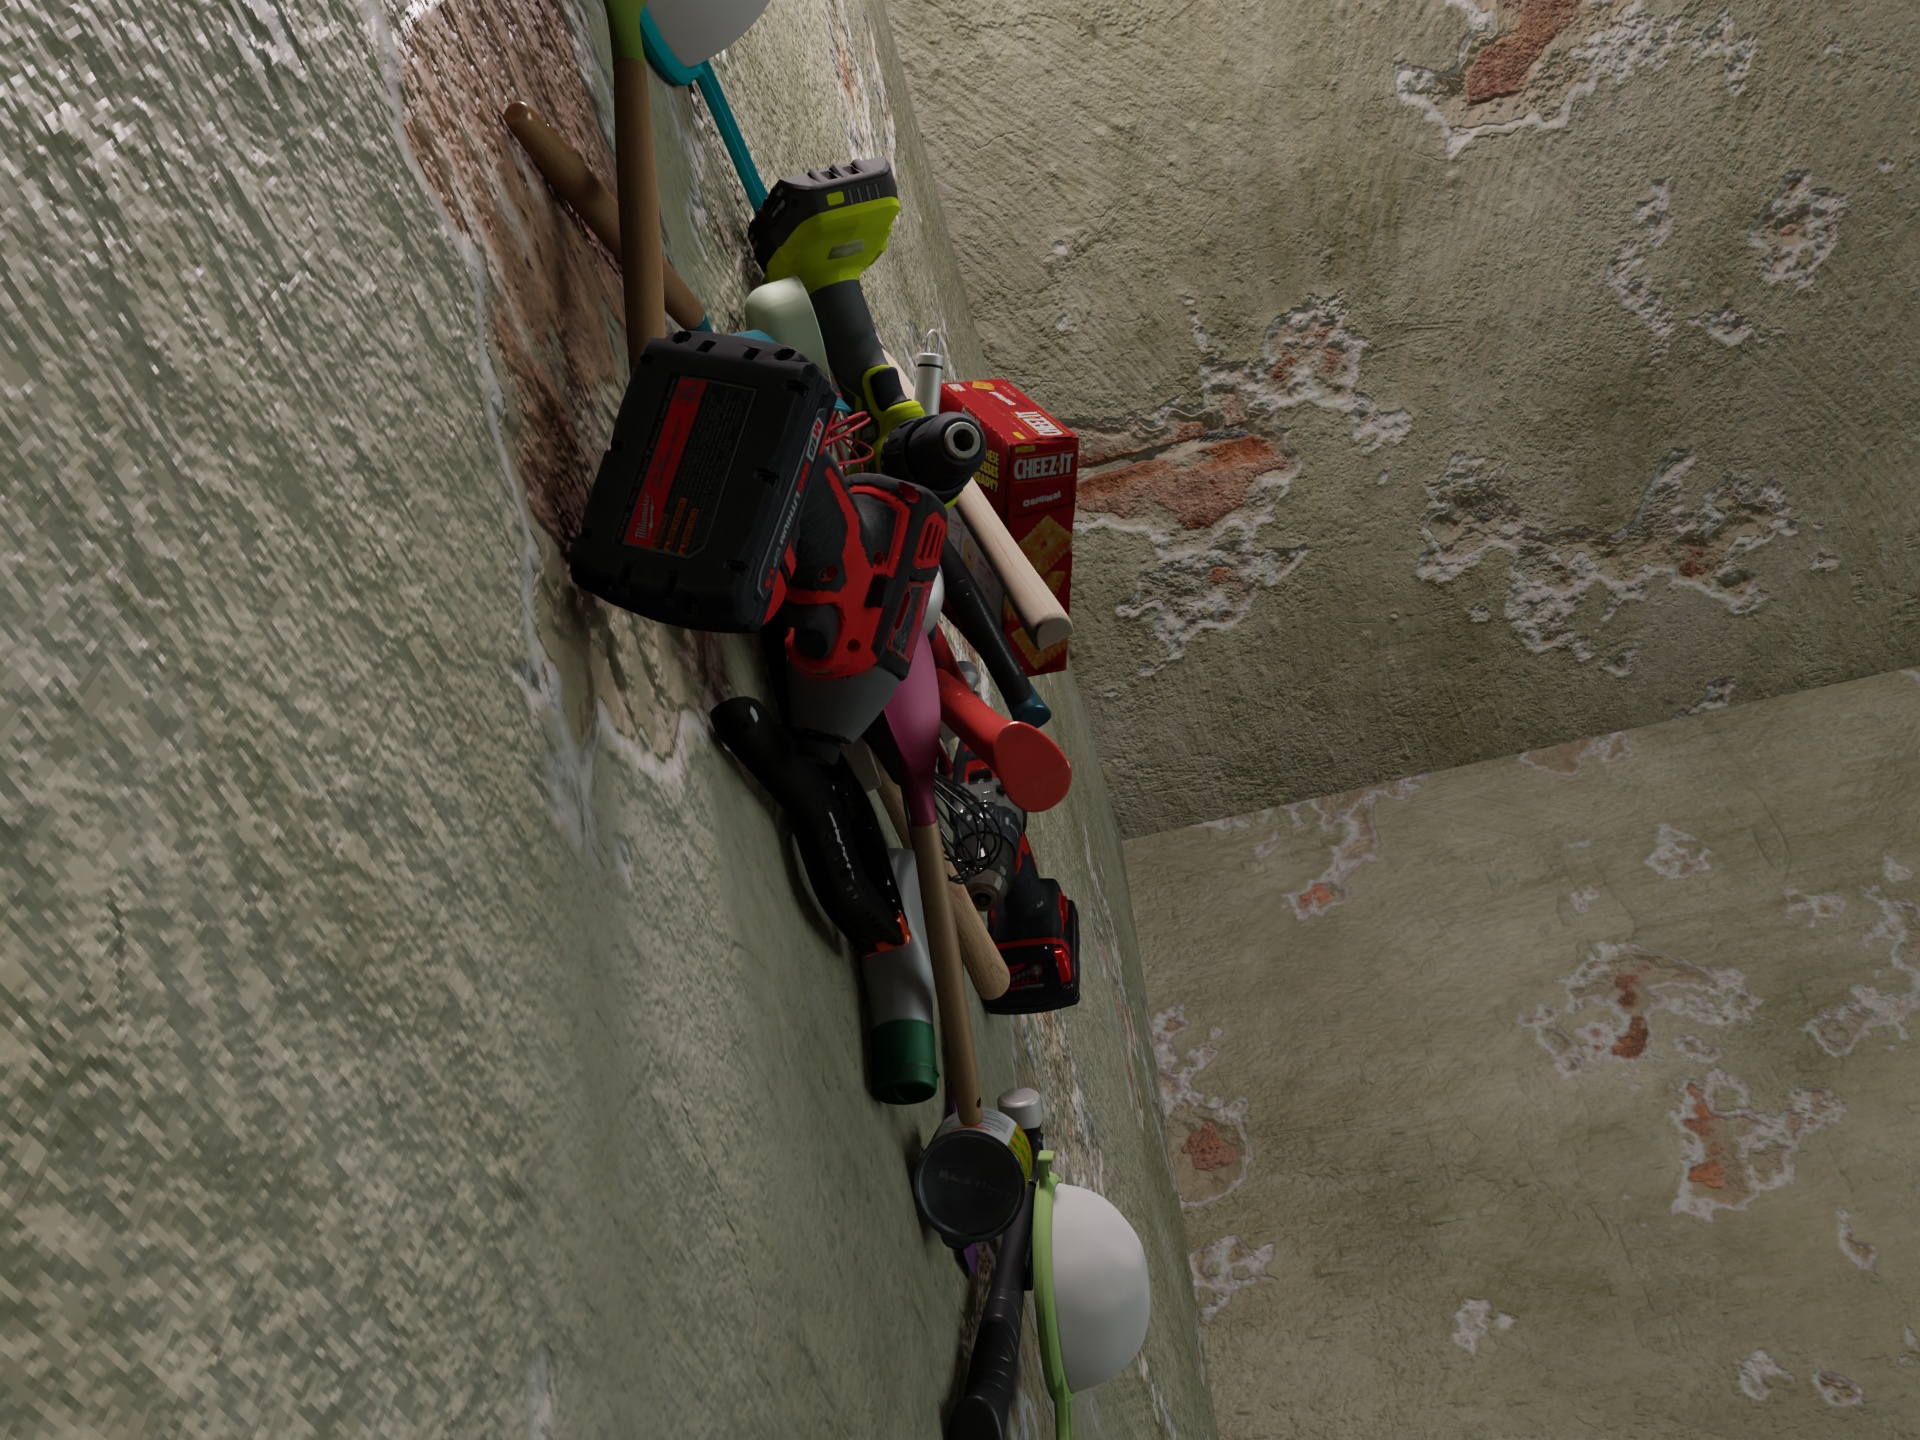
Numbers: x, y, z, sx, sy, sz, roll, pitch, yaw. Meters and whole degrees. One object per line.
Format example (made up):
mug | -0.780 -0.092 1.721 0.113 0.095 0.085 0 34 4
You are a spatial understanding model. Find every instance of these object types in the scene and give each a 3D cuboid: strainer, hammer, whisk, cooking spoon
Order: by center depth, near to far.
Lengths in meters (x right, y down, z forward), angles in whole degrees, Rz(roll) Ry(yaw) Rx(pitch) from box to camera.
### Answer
whisk | -0.105 -0.143 0.886 0.296 0.073 0.073 -59 135 -72
cooking spoon | -0.017 0.081 0.888 0.069 0.017 0.318 -34 118 -61
whisk | -0.028 0.027 0.930 0.238 0.055 0.055 60 18 -50
hammer | -0.002 -0.003 0.985 0.149 0.036 0.359 64 -7 -20
strainer | -0.142 -0.457 0.988 0.340 0.095 0.211 66 13 -47
hammer | 0.031 0.374 1.025 0.335 0.035 0.146 -56 140 -76
strainer | 0.092 0.421 1.041 0.151 0.069 0.257 74 12 -47
hammer | -0.029 0.077 1.067 0.130 0.031 0.331 -92 162 -50
strainer | -0.032 -0.157 1.165 0.086 0.050 0.258 2 94 -44
hammer | -0.020 -0.139 1.244 0.331 0.033 0.128 61 2 4
hammer | -0.015 -0.209 1.267 0.411 0.038 0.146 60 -3 38
hammer | -0.029 -0.071 1.297 0.385 0.038 0.143 61 7 -58

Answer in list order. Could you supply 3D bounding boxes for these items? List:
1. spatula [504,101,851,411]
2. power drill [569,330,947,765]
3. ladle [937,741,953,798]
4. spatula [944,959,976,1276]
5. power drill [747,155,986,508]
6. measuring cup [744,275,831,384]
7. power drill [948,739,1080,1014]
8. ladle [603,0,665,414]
spatula | -0.140 -0.225 0.805 0.082 0.044 0.317 44 1 18
power drill | -0.074 -0.066 0.701 0.219 0.078 0.143 39 67 -68
ladle | -0.006 0.051 1.362 0.315 0.031 0.069 67 15 -60
spatula | -0.003 0.230 1.115 0.059 0.018 0.316 73 9 -45
power drill | -0.056 -0.240 1.041 0.190 0.080 0.228 -9 -80 70
measuring cup | -0.114 -0.218 1.042 0.167 0.038 0.083 100 -29 -64
power drill | 0.039 0.138 1.285 0.188 0.080 0.226 -85 163 -53
ladle | -0.138 -0.275 0.705 0.078 0.062 0.320 17 58 -46
